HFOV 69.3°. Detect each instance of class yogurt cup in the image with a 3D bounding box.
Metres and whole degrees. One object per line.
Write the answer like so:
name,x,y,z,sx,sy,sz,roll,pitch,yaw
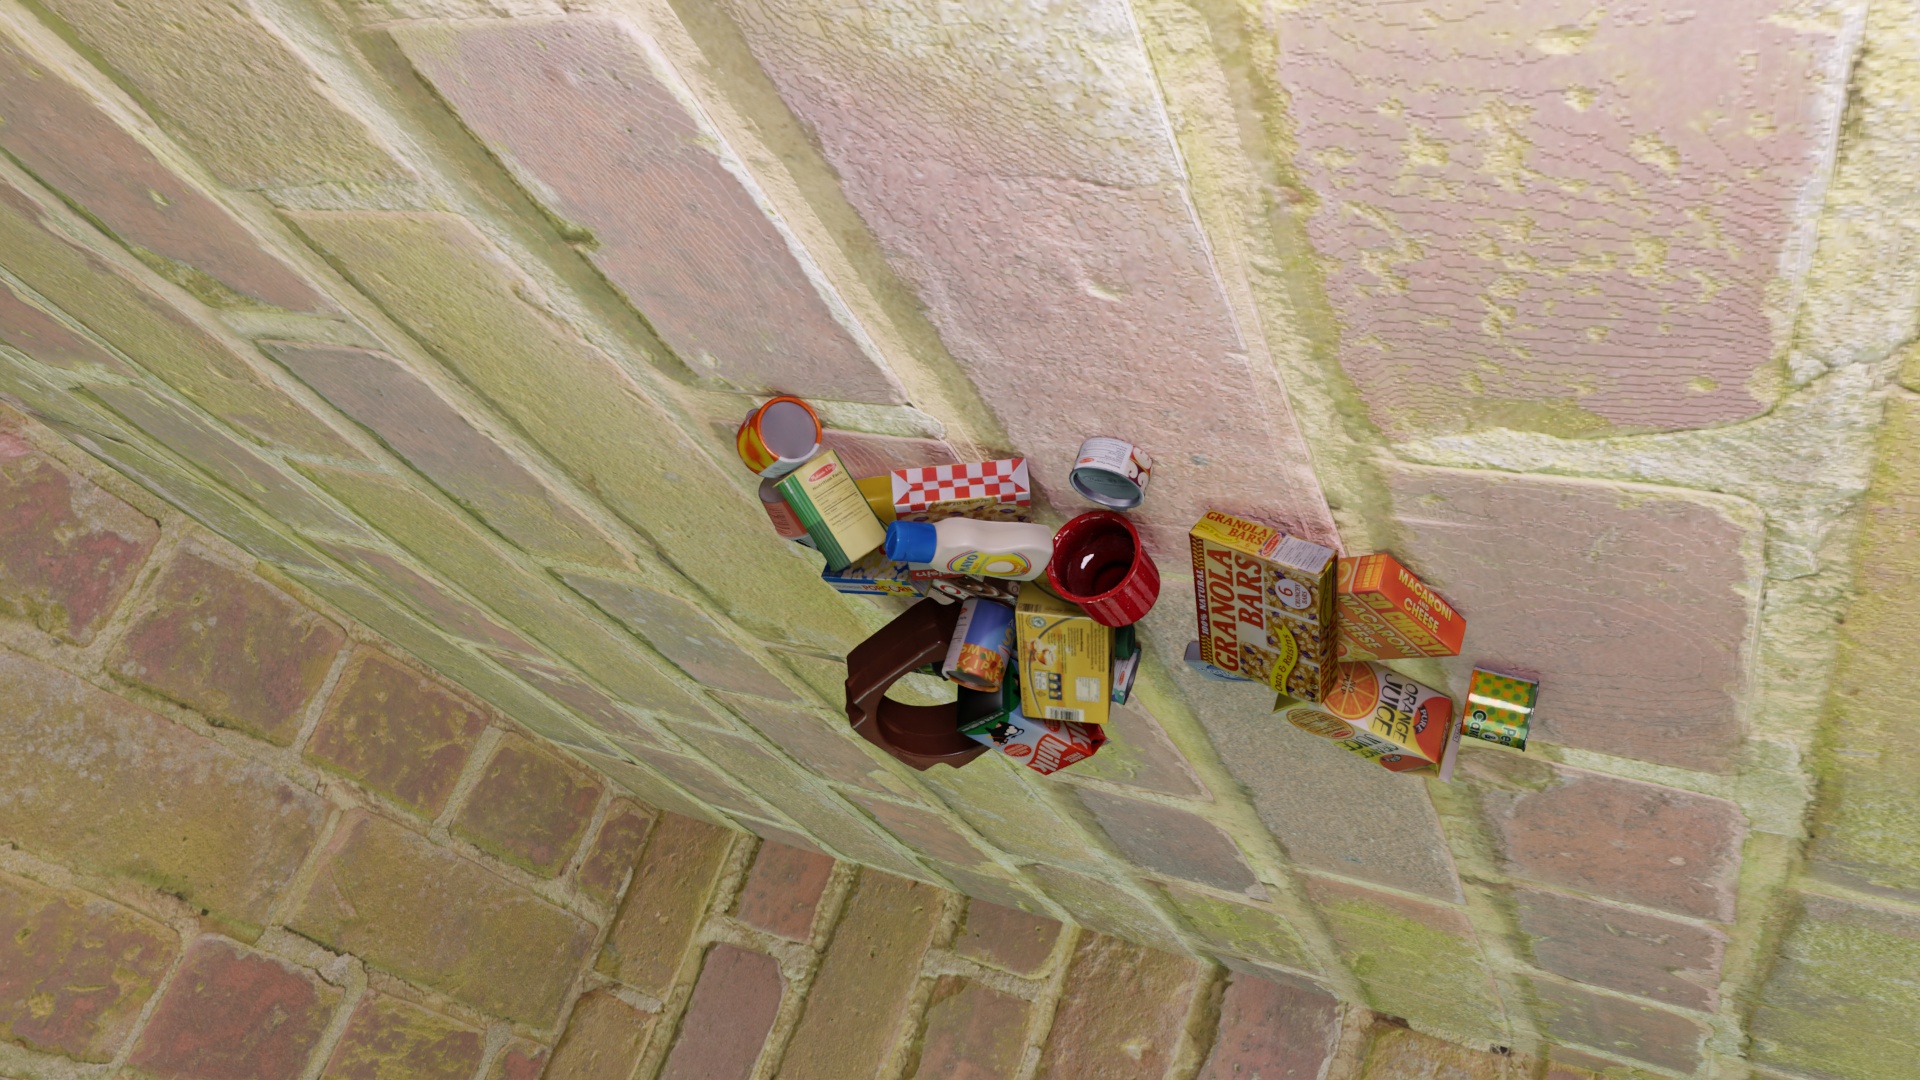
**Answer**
yogurt cup,-0.174,-0.043,1.441,0.072,0.073,0.053,6,145,33

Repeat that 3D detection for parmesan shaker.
parmesan shaker,-0.125,-0.027,1.341,0.103,0.071,0.071,58,150,-4

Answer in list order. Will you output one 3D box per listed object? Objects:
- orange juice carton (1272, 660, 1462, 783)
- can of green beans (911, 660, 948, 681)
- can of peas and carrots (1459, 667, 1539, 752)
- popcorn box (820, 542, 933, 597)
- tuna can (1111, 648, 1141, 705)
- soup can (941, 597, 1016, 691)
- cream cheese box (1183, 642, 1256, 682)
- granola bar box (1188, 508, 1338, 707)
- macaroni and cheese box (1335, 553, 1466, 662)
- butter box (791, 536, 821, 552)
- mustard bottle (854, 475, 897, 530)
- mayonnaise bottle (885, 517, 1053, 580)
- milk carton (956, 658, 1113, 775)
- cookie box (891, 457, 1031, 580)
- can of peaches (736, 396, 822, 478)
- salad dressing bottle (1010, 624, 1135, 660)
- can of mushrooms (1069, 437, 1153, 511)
orange juice carton,0.420,0.176,1.398,0.193,0.072,0.072,25,157,-9
can of green beans,-0.041,0.133,1.716,0.058,0.071,0.071,5,152,35
can of peas and carrots,0.499,0.158,1.289,0.059,0.071,0.070,13,156,21
popcorn box,-0.078,0.013,1.451,0.126,0.085,0.038,1,149,40
tuna can,0.178,0.150,1.561,0.033,0.071,0.070,17,157,13
soup can,0.025,0.113,1.491,0.071,0.084,0.071,16,160,6
cream cheese box,0.294,0.129,1.467,0.103,0.024,0.053,-4,148,46
granola bar box,0.268,0.061,1.221,0.124,0.039,0.164,21,141,33
macaroni and cheese box,0.347,0.063,1.250,0.123,0.040,0.166,35,155,-28
butter box,-0.163,-0.019,1.534,0.053,0.024,0.103,21,158,1
mustard bottle,-0.070,-0.035,1.382,0.065,0.049,0.160,40,151,-26
mayonnaise bottle,0.007,0.006,1.264,0.148,0.041,0.064,5,147,-21
milk carton,0.087,0.207,1.577,0.072,0.074,0.190,-30,134,34
cookie box,0.005,-0.016,1.312,0.123,0.040,0.166,-6,154,1
can of peaches,-0.172,-0.099,1.309,0.071,0.071,0.058,30,156,-19
salad dressing bottle,0.117,0.106,1.531,0.147,0.064,0.044,2,162,22
can of mushrooms,0.129,-0.056,1.181,0.071,0.033,0.070,17,157,8
